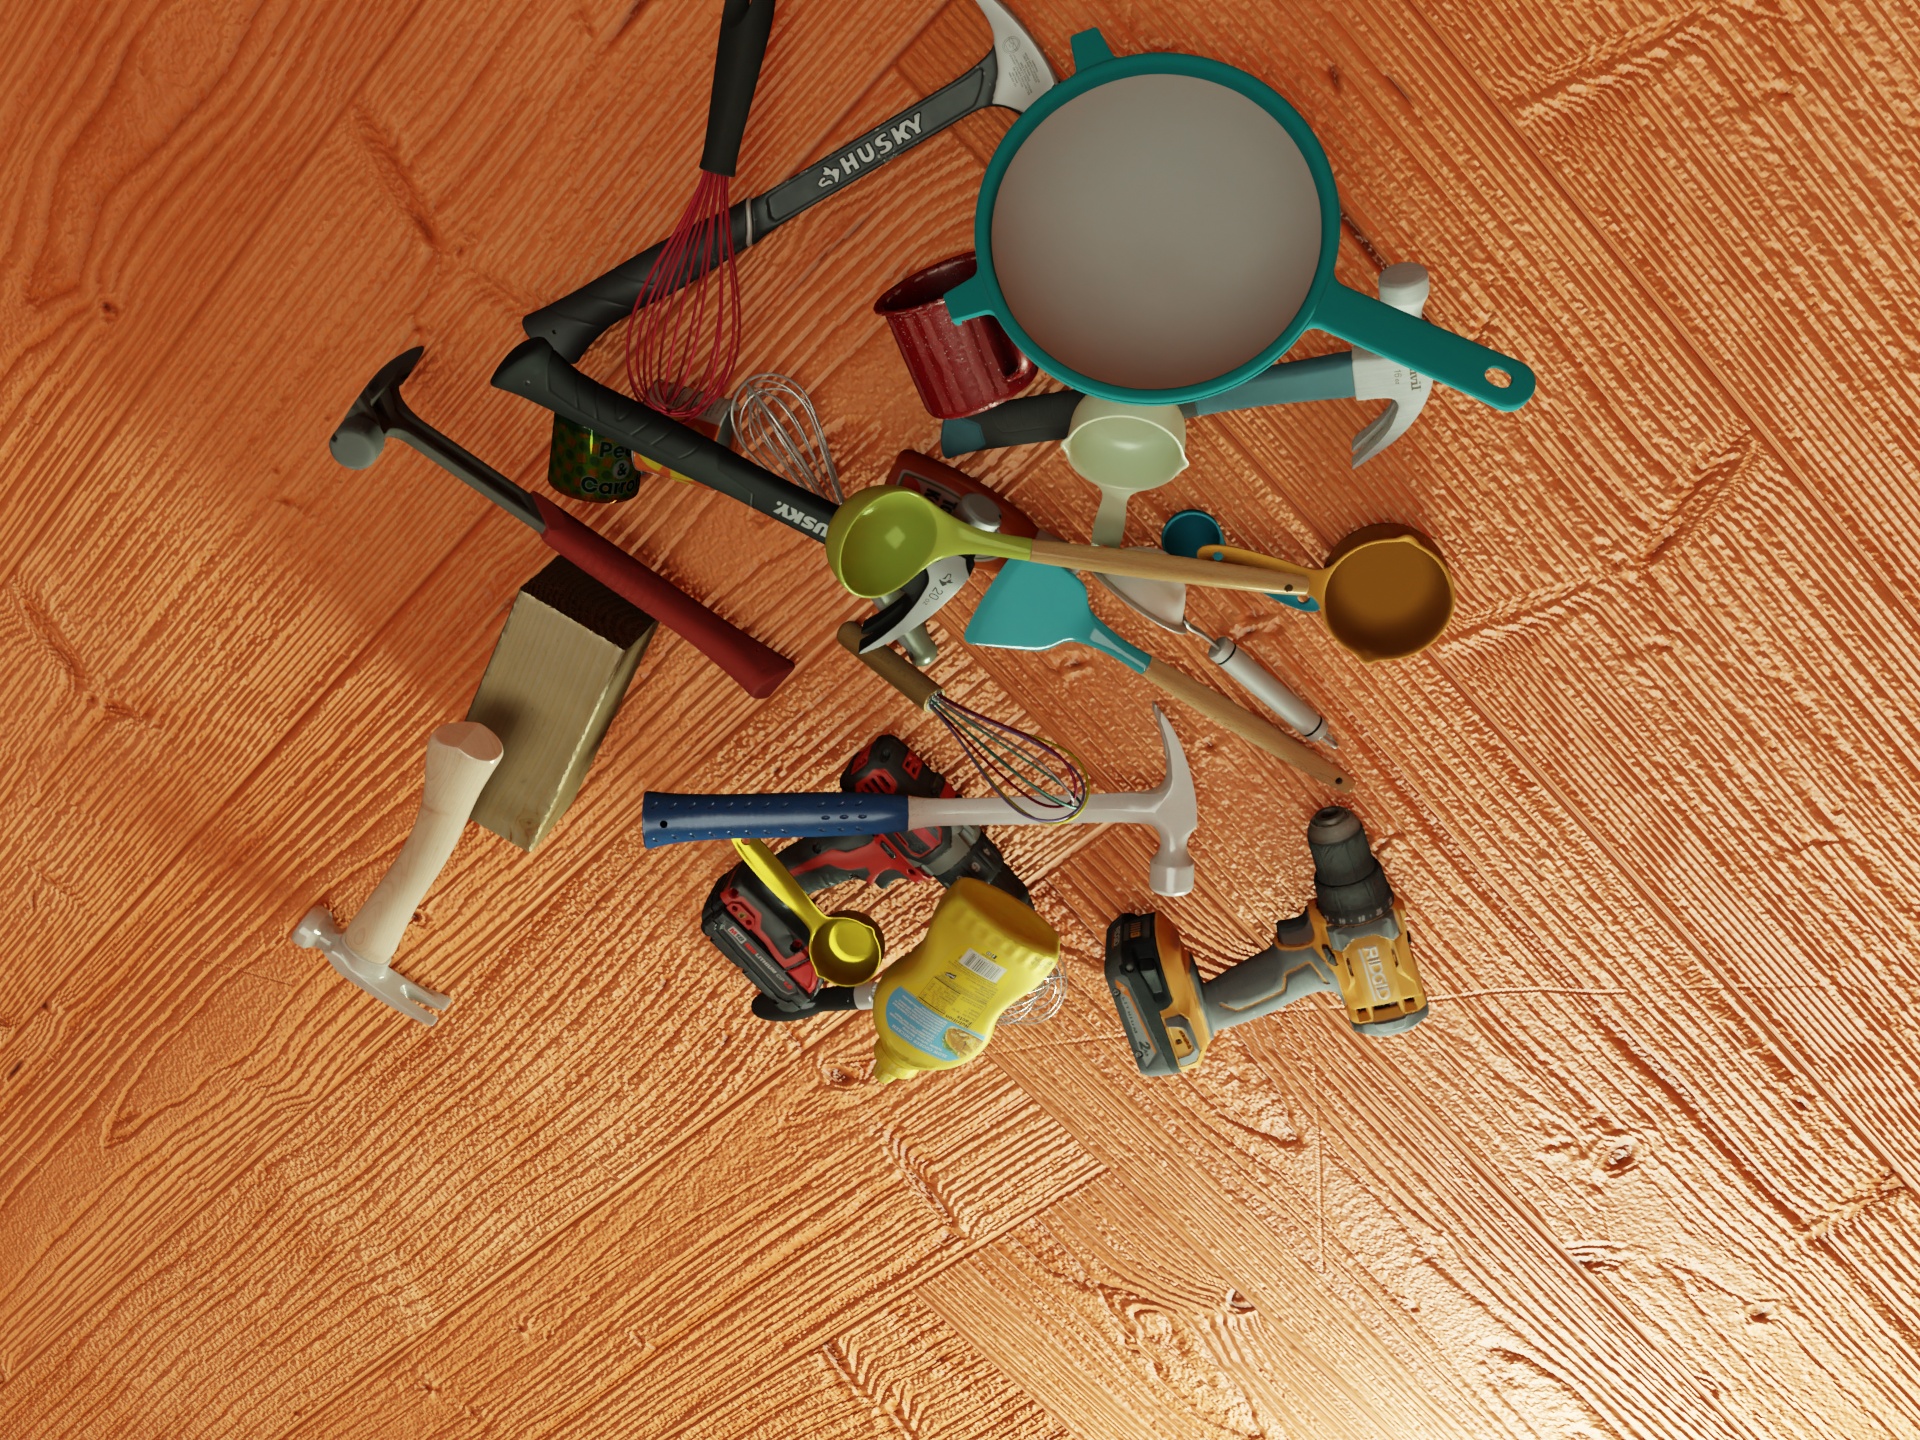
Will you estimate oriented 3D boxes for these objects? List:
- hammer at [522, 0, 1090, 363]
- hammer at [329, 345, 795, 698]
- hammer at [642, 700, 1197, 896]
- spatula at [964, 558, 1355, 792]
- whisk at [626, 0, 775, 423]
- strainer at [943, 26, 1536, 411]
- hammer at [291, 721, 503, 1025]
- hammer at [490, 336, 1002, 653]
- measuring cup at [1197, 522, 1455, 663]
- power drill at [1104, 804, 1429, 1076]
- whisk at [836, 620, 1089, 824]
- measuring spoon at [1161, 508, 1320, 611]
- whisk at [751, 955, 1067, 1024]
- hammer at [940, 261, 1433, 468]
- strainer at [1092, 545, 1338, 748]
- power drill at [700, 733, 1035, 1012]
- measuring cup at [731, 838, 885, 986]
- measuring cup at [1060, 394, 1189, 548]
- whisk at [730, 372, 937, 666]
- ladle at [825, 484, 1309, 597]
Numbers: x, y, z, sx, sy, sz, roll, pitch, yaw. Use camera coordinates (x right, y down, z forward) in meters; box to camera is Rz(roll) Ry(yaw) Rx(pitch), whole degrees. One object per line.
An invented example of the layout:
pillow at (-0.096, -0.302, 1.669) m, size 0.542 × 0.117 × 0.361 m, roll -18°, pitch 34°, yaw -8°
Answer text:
hammer at (-0.126, -0.344, 1.053) m, size 0.409 × 0.036 × 0.149 m, roll -22°, pitch 108°, yaw 21°
hammer at (-0.274, -0.132, 1.161) m, size 0.358 × 0.149 × 0.036 m, roll 35°, pitch 119°, yaw -19°
hammer at (-0.028, 0.062, 1.167) m, size 0.405 × 0.035 × 0.144 m, roll -1°, pitch 104°, yaw -3°
spatula at (0.153, -0.022, 1.127) m, size 0.317 × 0.044 × 0.082 m, roll 29°, pitch 106°, yaw -13°
whisk at (-0.159, -0.331, 1.018) m, size 0.073 × 0.073 × 0.295 m, roll 17°, pitch 111°, yaw 3°
strainer at (0.174, -0.255, 0.955) m, size 0.340 × 0.095 × 0.211 m, roll 26°, pitch 87°, yaw 6°
hammer at (-0.430, 0.125, 1.276) m, size 0.146 × 0.038 × 0.410 m, roll 36°, pitch 137°, yaw -8°
hammer at (-0.150, -0.158, 1.060) m, size 0.334 × 0.035 × 0.146 m, roll 25°, pitch 129°, yaw -18°
measuring cup at (0.248, -0.101, 1.085) m, size 0.173 × 0.052 × 0.095 m, roll 15°, pitch 118°, yaw 6°
power drill at (0.225, 0.169, 1.208) m, size 0.226 × 0.084 × 0.185 m, roll -15°, pitch 111°, yaw 14°
whisk at (0.000, -0.005, 1.132) m, size 0.245 × 0.051 × 0.047 m, roll 38°, pitch 118°, yaw 29°
measuring spoon at (0.198, -0.111, 1.113) m, size 0.128 × 0.021 × 0.042 m, roll 26°, pitch 123°, yaw -12°
whisk at (-0.047, 0.221, 1.306) m, size 0.284 × 0.070 × 0.070 m, roll -9°, pitch 114°, yaw 21°
hammer at (0.142, -0.213, 1.048) m, size 0.331 × 0.033 × 0.128 m, roll -5°, pitch 132°, yaw 18°
strainer at (0.179, -0.056, 1.116) m, size 0.258 × 0.087 × 0.050 m, roll 37°, pitch 109°, yaw -20°
power drill at (-0.071, 0.137, 1.257) m, size 0.226 × 0.080 × 0.187 m, roll -38°, pitch 104°, yaw 22°
measuring cup at (-0.118, 0.135, 1.214) m, size 0.062 × 0.029 × 0.156 m, roll -42°, pitch 90°, yaw 19°
measuring cup at (0.106, -0.165, 1.064) m, size 0.083 × 0.038 × 0.167 m, roll 9°, pitch 154°, yaw 3°
whisk at (-0.085, -0.139, 1.139) m, size 0.059 × 0.058 × 0.246 m, roll -37°, pitch 112°, yaw -11°
ladle at (0.072, -0.102, 1.034) m, size 0.320 × 0.062 × 0.078 m, roll 7°, pitch 124°, yaw -5°
